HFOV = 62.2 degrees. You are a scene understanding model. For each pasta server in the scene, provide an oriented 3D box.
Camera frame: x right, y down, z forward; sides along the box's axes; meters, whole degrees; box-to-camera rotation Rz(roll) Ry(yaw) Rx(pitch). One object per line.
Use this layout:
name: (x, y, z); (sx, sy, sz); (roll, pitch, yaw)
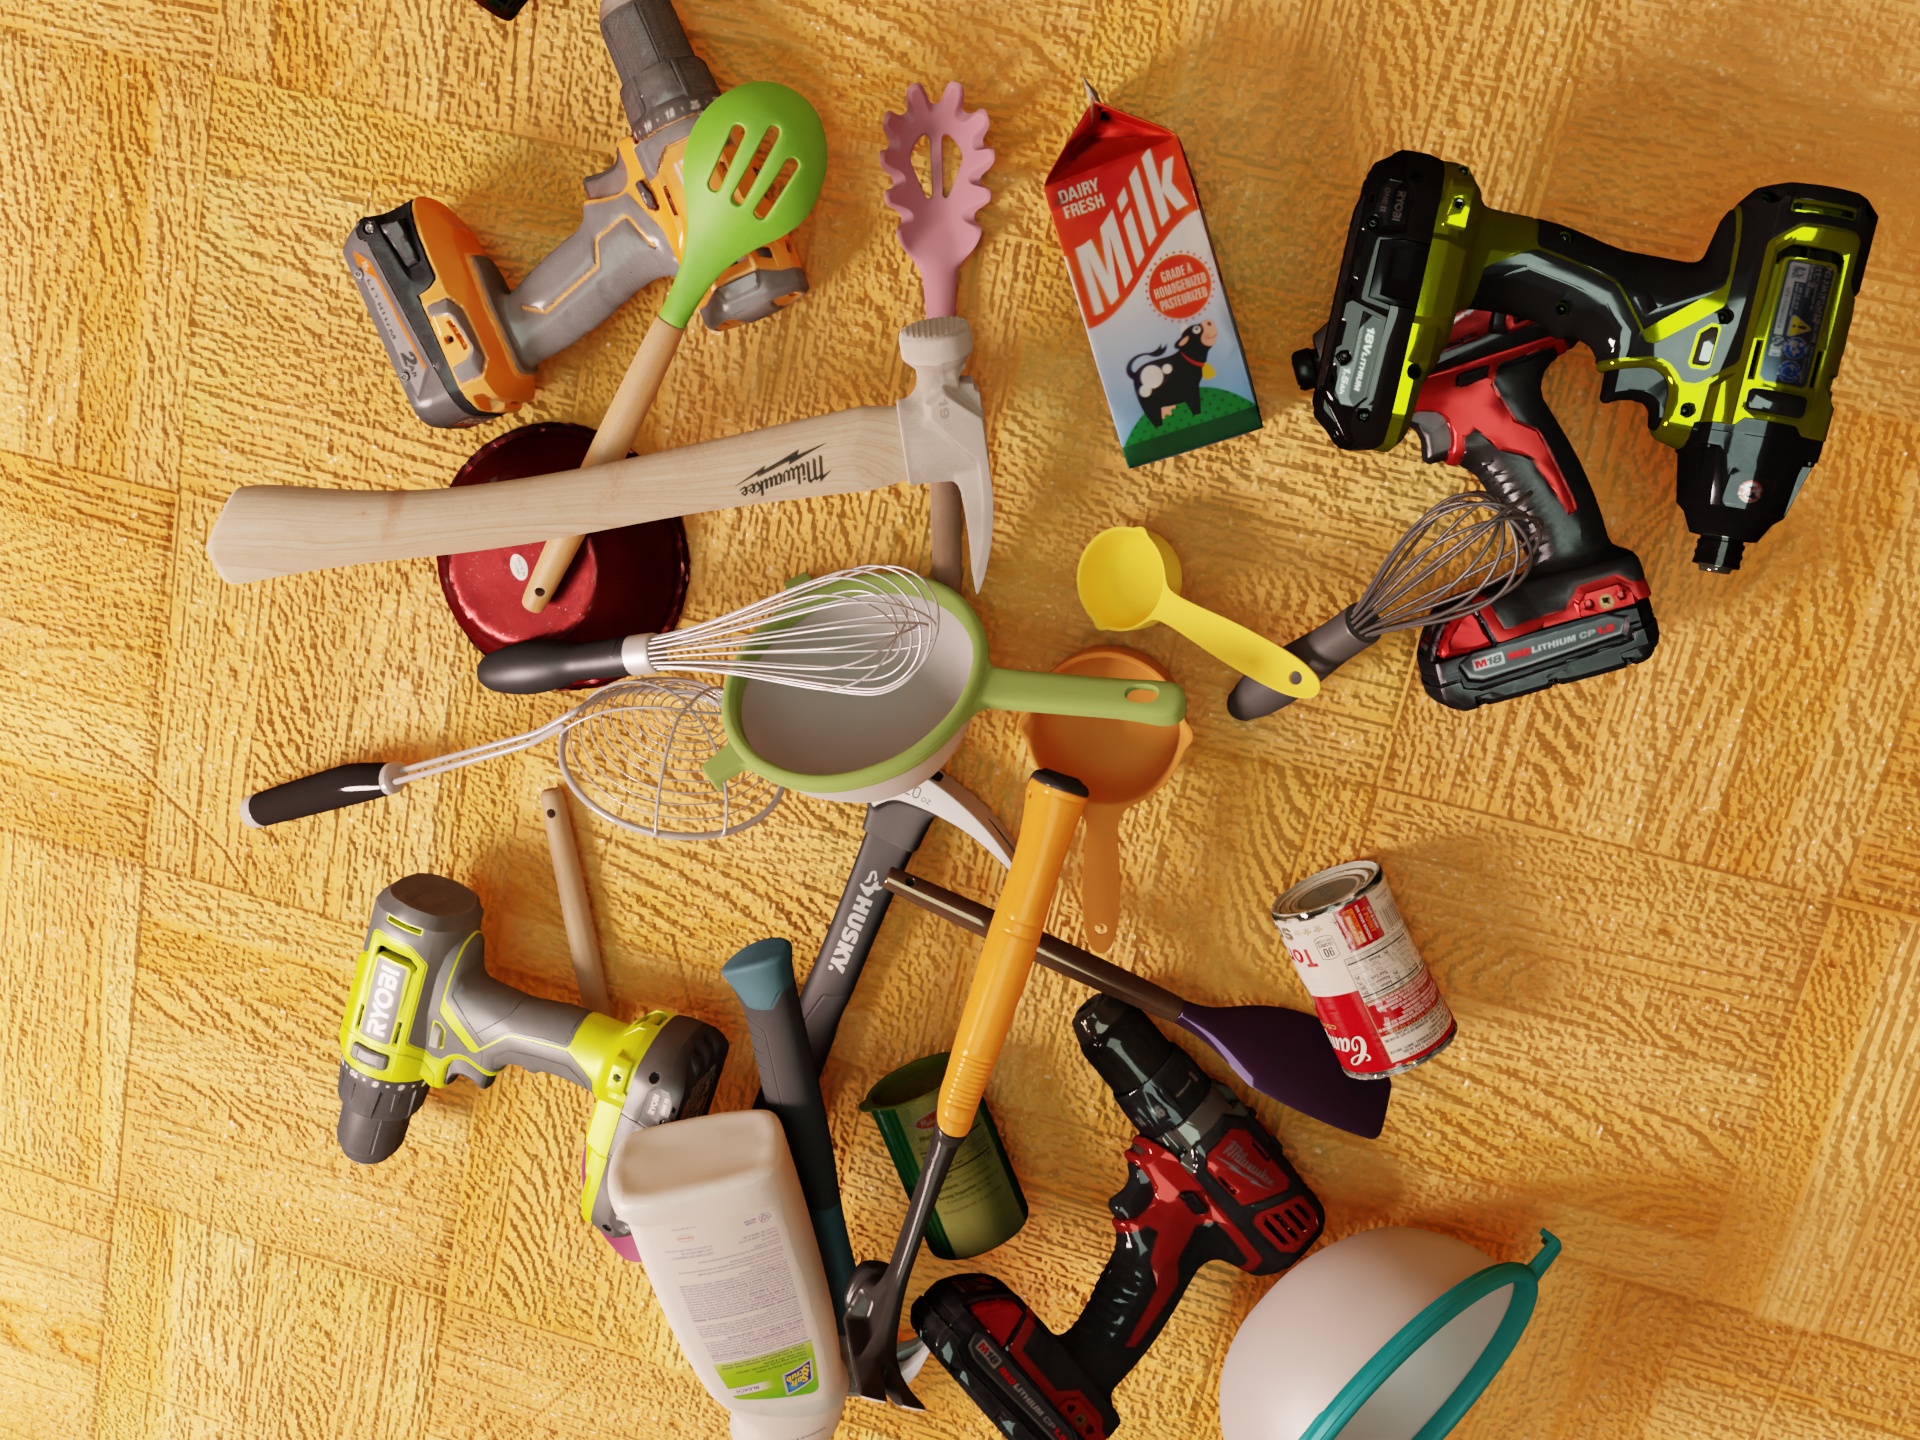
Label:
pasta server: (-0.010, -0.180, 0.874); (0.060, 0.040, 0.316); (-1, 103, 0)

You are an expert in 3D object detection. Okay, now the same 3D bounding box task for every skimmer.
skimmer: (-0.279, 0.046, 0.953); (0.363, 0.127, 0.090); (-13, 119, 24)

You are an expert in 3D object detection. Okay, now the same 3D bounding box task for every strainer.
strainer: (-0.001, -0.003, 0.861); (0.256, 0.152, 0.069); (4, 143, 20)
strainer: (0.167, 0.359, 0.847); (0.095, 0.340, 0.211); (42, 124, 39)

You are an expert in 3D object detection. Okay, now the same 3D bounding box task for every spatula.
spatula: (0.102, 0.153, 0.905); (0.316, 0.060, 0.018); (24, 147, -2)

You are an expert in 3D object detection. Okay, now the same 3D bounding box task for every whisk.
whisk: (0.202, -0.050, 0.795); (0.055, 0.055, 0.239); (45, 148, -1)
whisk: (-0.143, -0.040, 0.859); (0.284, 0.070, 0.070); (-5, 101, 21)

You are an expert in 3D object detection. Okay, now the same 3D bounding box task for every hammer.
hammer: (0.004, 0.189, 0.850); (0.034, 0.127, 0.337); (17, 93, -10)
hammer: (-0.079, 0.175, 0.964); (0.146, 0.035, 0.334); (24, 105, 6)
hammer: (-0.088, 0.272, 0.939); (0.128, 0.033, 0.330); (0, 116, 21)
hammer: (-0.187, -0.110, 0.845); (0.410, 0.038, 0.146); (-9, 119, 1)

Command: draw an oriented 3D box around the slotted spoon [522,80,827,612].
slotted spoon: (-0.162, -0.187, 0.841); (0.070, 0.031, 0.313); (26, 111, -16)

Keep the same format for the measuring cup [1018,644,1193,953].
measuring cup: (0.083, 0.042, 0.897); (0.095, 0.052, 0.173); (3, 104, 10)

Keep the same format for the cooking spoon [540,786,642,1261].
cooking spoon: (-0.226, 0.196, 1.004); (0.069, 0.017, 0.319); (-7, 101, 13)

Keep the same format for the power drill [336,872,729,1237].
power drill: (-0.273, 0.220, 0.971); (0.228, 0.080, 0.190); (22, 107, 9)

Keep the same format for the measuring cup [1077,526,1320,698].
measuring cup: (0.130, -0.053, 0.848); (0.157, 0.029, 0.062); (34, 113, 29)

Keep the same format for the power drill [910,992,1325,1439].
power drill: (0.076, 0.286, 0.901); (0.227, 0.080, 0.188); (-41, 92, -15)

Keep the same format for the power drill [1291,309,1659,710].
power drill: (0.263, -0.124, 0.817); (0.143, 0.078, 0.219); (-16, 95, 12)

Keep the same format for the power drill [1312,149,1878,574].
power drill: (0.285, -0.169, 0.735); (0.223, 0.080, 0.171); (12, 97, 6)

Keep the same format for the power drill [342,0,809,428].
power drill: (-0.217, -0.278, 0.871); (0.226, 0.084, 0.185); (-21, 98, 9)
